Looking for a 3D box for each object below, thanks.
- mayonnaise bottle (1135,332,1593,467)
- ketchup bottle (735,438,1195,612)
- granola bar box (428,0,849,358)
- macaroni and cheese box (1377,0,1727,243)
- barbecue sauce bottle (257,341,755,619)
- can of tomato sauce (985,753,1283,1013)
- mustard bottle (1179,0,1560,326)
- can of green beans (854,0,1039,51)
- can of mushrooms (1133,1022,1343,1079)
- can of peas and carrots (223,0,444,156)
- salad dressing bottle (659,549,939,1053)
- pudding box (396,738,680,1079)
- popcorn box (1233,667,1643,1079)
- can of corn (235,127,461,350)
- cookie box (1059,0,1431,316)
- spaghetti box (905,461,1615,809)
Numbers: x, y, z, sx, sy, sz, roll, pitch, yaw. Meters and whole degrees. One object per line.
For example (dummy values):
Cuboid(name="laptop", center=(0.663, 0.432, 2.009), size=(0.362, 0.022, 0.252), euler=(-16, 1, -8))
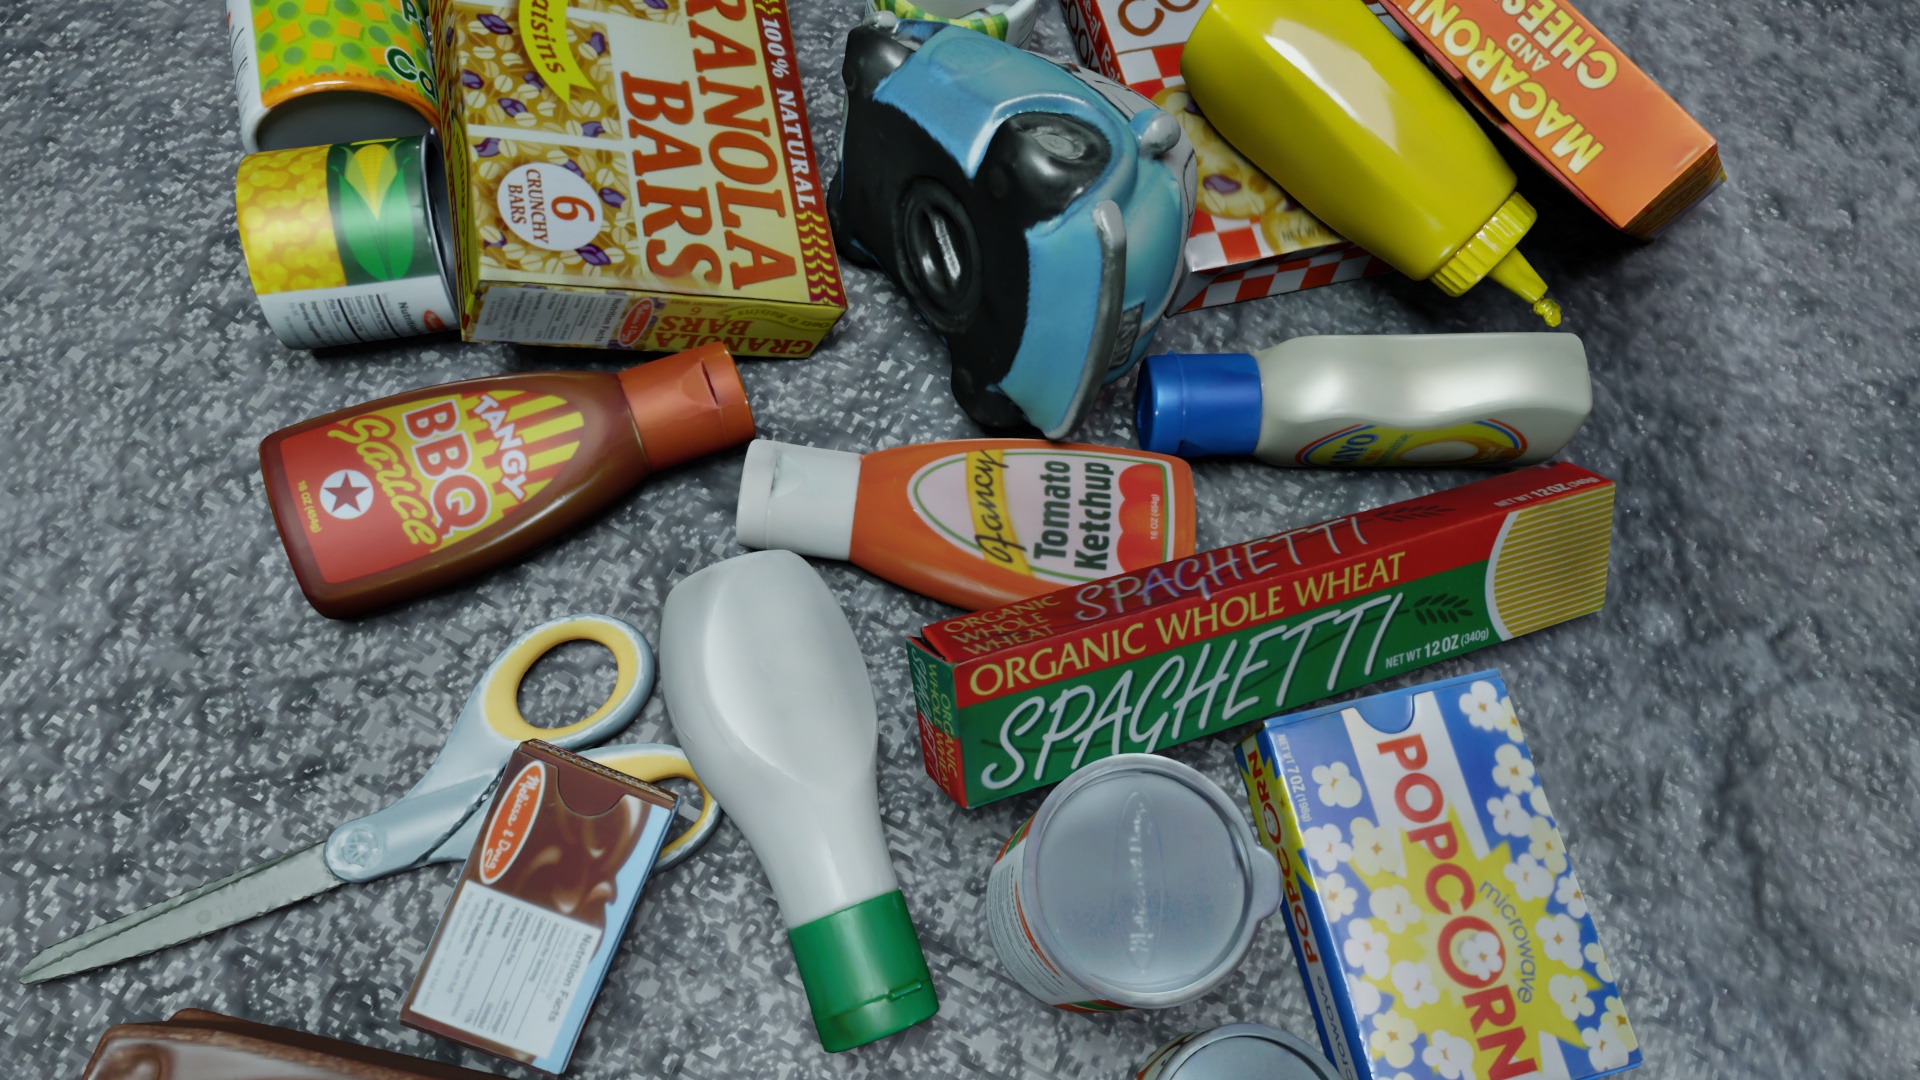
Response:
Cuboid(name="mayonnaise bottle", center=(0.138, -0.048, 0.490), size=(0.148, 0.064, 0.041), euler=(-1, 73, -3))
Cuboid(name="ketchup bottle", center=(0.002, -0.006, 0.466), size=(0.149, 0.043, 0.065), euler=(7, 64, -3))
Cuboid(name="granola bar box", center=(-0.115, -0.148, 0.486), size=(0.124, 0.039, 0.166), euler=(-1, 68, -30))
Cuboid(name="macaroni and cheese box", center=(0.214, -0.164, 0.500), size=(0.124, 0.040, 0.167), euler=(51, 29, 12))
Cuboid(name="barbecue sauce bottle", center=(-0.143, -0.027, 0.456), size=(0.149, 0.043, 0.065), euler=(-20, 80, -14))
Cuboid(name="can of tomato sauce", center=(0.047, 0.103, 0.408), size=(0.071, 0.082, 0.071), euler=(2, 69, -6))
Cuboid(name="mustard bottle", center=(0.148, -0.131, 0.481), size=(0.160, 0.065, 0.049), euler=(44, 79, 2))
Cuboid(name="can of green beans", center=(-0.004, -0.203, 0.532), size=(0.071, 0.057, 0.071), euler=(2, 69, -6))
Cuboid(name="can of mushrooms", center=(0.081, 0.180, 0.410), size=(0.071, 0.033, 0.071), euler=(3, 69, -7))
Cuboid(name="can of peas and carrots", center=(-0.216, -0.163, 0.487), size=(0.071, 0.070, 0.059), euler=(-12, 72, -11))
Cuboid(name="salad dressing bottle", center=(-0.048, 0.078, 0.426), size=(0.064, 0.043, 0.148), euler=(-9, 72, -40))
Cuboid(name="pudding box", center=(-0.120, 0.105, 0.403), size=(0.050, 0.030, 0.084), euler=(23, 84, -6))
Cuboid(name="popcorn box", center=(0.148, 0.113, 0.441), size=(0.085, 0.038, 0.127), euler=(-11, 71, -10))
Cuboid(name="can of corn", center=(-0.201, -0.102, 0.465), size=(0.058, 0.071, 0.071), euler=(-10, 71, -10))
Cuboid(name="cookie box", center=(0.117, -0.179, 0.548), size=(0.123, 0.040, 0.168), euler=(-12, 73, -11))
Cuboid(name="spaghetti box", center=(0.105, 0.025, 0.444), size=(0.251, 0.029, 0.050), euler=(-14, 113, -20))
